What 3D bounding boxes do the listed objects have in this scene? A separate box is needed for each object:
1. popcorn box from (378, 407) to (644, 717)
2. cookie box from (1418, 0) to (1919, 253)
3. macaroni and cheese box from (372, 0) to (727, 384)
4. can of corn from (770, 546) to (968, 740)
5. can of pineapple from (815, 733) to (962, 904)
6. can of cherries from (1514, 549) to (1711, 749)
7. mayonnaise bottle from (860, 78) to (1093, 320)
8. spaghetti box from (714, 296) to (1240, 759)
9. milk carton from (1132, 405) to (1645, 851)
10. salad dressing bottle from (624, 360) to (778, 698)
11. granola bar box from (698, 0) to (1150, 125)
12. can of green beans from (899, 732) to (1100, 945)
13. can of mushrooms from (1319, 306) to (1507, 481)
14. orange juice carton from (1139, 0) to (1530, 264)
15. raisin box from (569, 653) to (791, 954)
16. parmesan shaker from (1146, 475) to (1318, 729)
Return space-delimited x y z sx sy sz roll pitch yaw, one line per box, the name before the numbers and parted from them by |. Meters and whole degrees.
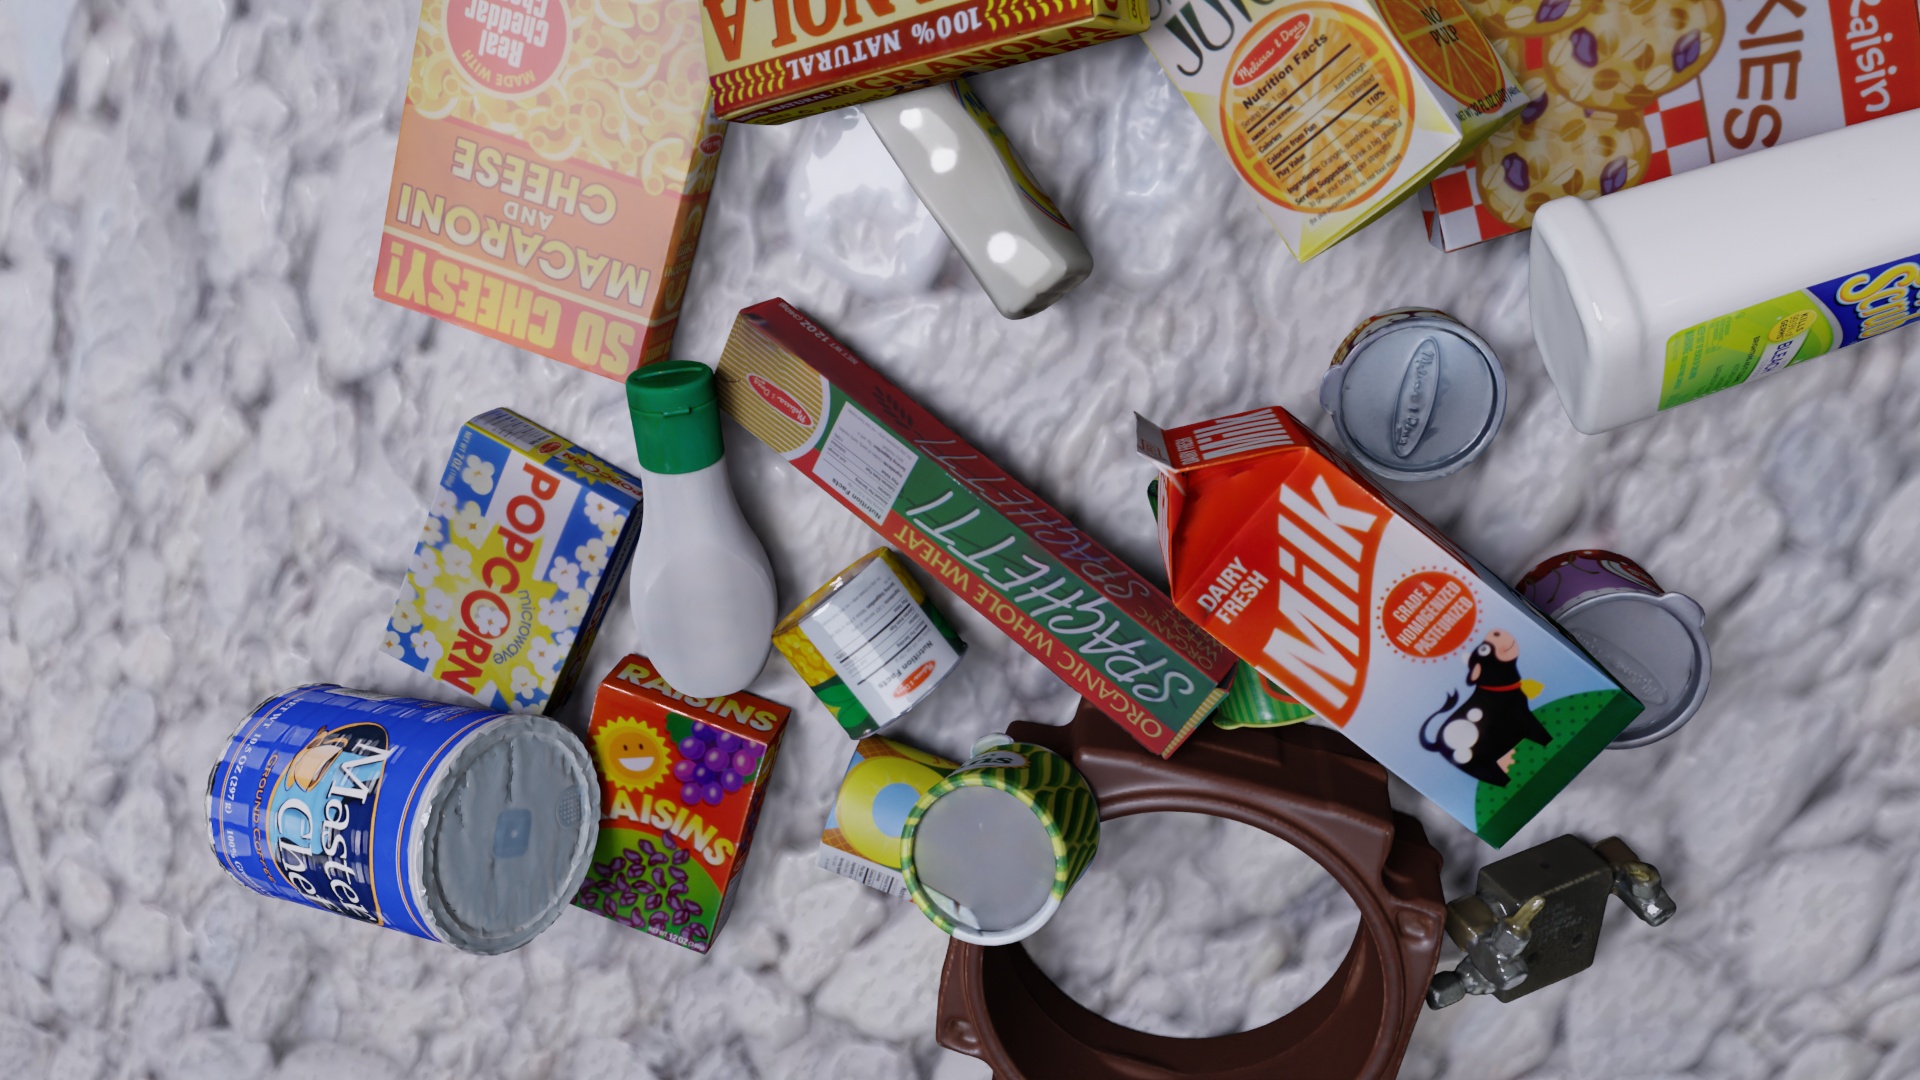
popcorn box | -0.204 0.013 0.641 0.085 0.038 0.126 28 110 -1
cookie box | 0.245 -0.189 0.503 0.167 0.040 0.122 -15 104 14
macaroni and cheese box | -0.166 -0.163 0.579 0.124 0.040 0.165 20 109 3
can of corn | -0.041 0.045 0.612 0.071 0.071 0.058 -35 98 18
can of pineapple | -0.027 0.125 0.634 0.058 0.071 0.070 20 110 3
can of cherries | 0.262 0.041 0.563 0.071 0.058 0.071 3 107 9
mayonnaise bottle | -0.005 -0.156 0.543 0.041 0.065 0.148 -35 89 18
spaghetti box | 0.002 -0.007 0.573 0.250 0.029 0.050 38 128 9
milk carton | 0.137 0.017 0.499 0.190 0.072 0.073 37 106 -6
salad dressing bottle | -0.116 -0.004 0.604 0.064 0.044 0.147 -10 118 -13
granola bar box | -0.022 -0.222 0.480 0.165 0.039 0.124 -2 98 35
can of green beans | 0.016 0.117 0.542 0.071 0.058 0.071 1 93 18
can of mushrooms | 0.179 -0.060 0.558 0.071 0.033 0.070 3 108 8
orange juice carton | 0.104 -0.201 0.484 0.072 0.072 0.192 -36 87 45
raisin box | -0.140 0.126 0.666 0.086 0.040 0.123 20 111 4
parmesan shaker | 0.121 0.017 0.572 0.071 0.071 0.103 -17 104 14
